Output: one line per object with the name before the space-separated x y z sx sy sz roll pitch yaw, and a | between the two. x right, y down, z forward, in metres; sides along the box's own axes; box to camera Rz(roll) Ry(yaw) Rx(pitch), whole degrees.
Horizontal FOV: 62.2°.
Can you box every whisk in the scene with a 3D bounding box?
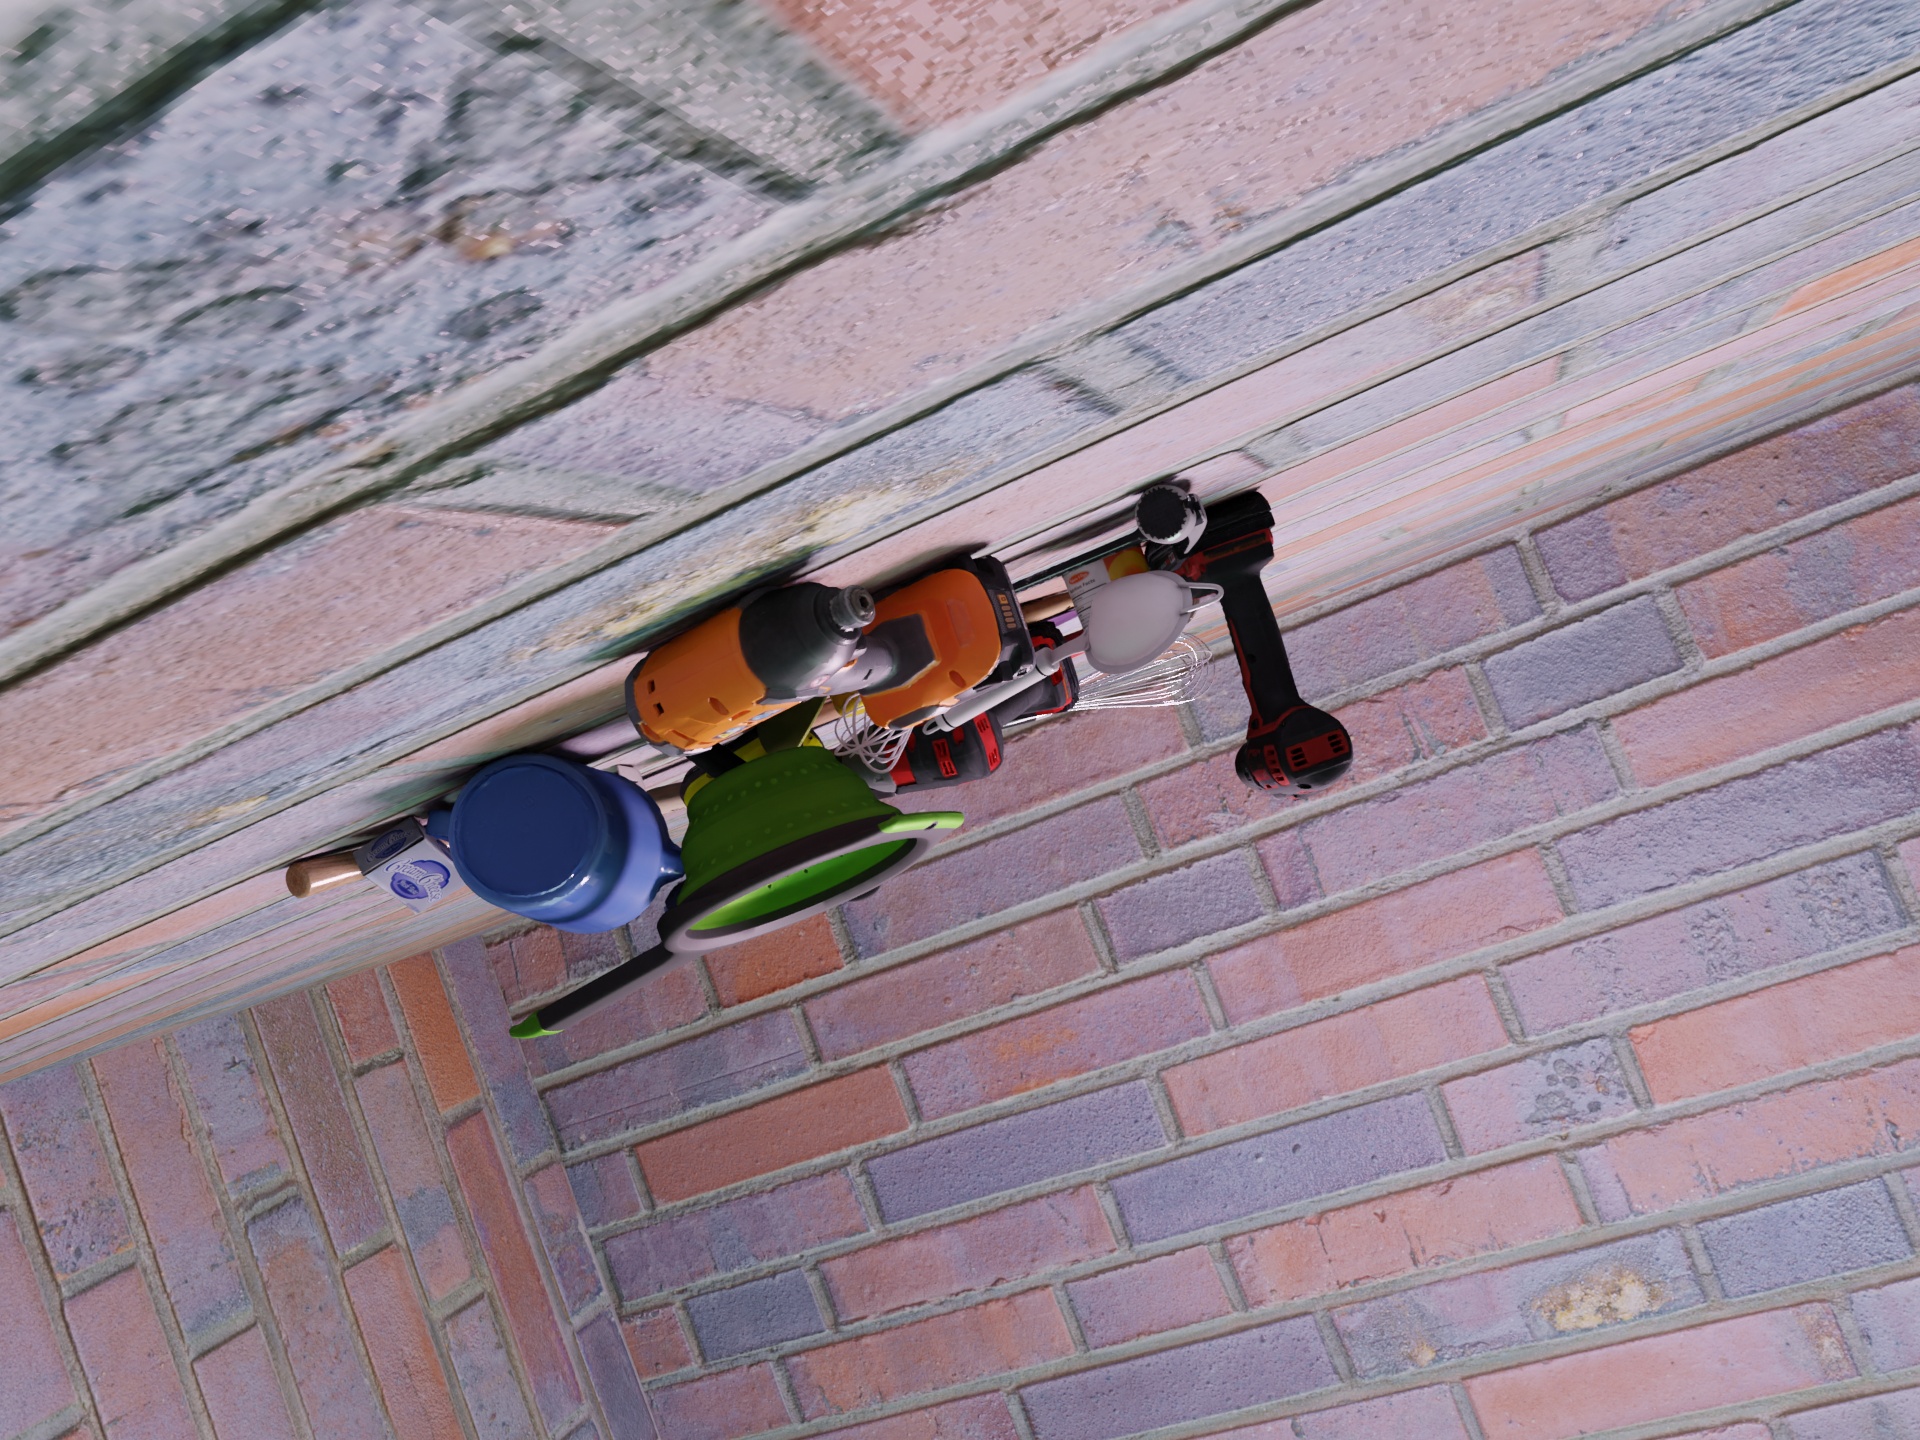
whisk | -0.027 -0.028 1.165 0.059 0.057 0.246 -23 -167 30
whisk | 0.104 -0.023 1.482 0.284 0.070 0.070 -16 176 -9

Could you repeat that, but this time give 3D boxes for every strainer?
strainer | 0.065 -0.045 1.118 0.258 0.087 0.050 -29 130 33

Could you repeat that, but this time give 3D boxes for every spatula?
spatula | -0.021 -0.050 1.492 0.316 0.018 0.060 -22 177 0

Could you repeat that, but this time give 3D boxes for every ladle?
ladle | -0.023 -0.044 1.271 0.320 0.062 0.078 -22 169 -31

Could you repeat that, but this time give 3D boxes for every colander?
colander | -0.190 0.117 1.140 0.397 0.094 0.204 -30 165 23

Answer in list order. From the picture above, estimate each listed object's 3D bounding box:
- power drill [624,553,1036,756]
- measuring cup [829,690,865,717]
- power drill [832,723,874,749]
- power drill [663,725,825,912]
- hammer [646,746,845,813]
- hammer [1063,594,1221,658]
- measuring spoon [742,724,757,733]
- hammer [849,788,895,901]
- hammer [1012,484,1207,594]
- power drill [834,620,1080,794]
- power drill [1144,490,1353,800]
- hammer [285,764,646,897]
power drill | -0.057 -0.042 0.905 0.164 0.084 0.226 -24 171 38
measuring cup | -0.075 -0.029 1.385 0.062 0.029 0.156 -20 178 -17
power drill | -0.106 0.025 1.680 0.226 0.084 0.185 -25 171 8
power drill | -0.174 0.088 1.368 0.190 0.080 0.229 -31 -158 -4
hammer | -0.176 0.051 1.535 0.410 0.038 0.146 -13 177 12
hammer | 0.092 -0.067 1.553 0.386 0.038 0.143 -22 -179 -38
measuring spoon | -0.175 0.011 1.522 0.034 0.018 0.124 -22 176 20
hammer | -0.109 0.103 1.445 0.146 0.035 0.335 -19 -167 -9
hammer | -0.021 -0.067 1.093 0.409 0.036 0.149 -21 178 18
power drill | -0.002 -0.004 1.303 0.143 0.078 0.220 -10 -164 31
power drill | 0.221 -0.046 1.226 0.080 0.227 0.188 -20 176 -5
hammer | -0.402 0.092 1.336 0.130 0.031 0.331 -23 176 40
